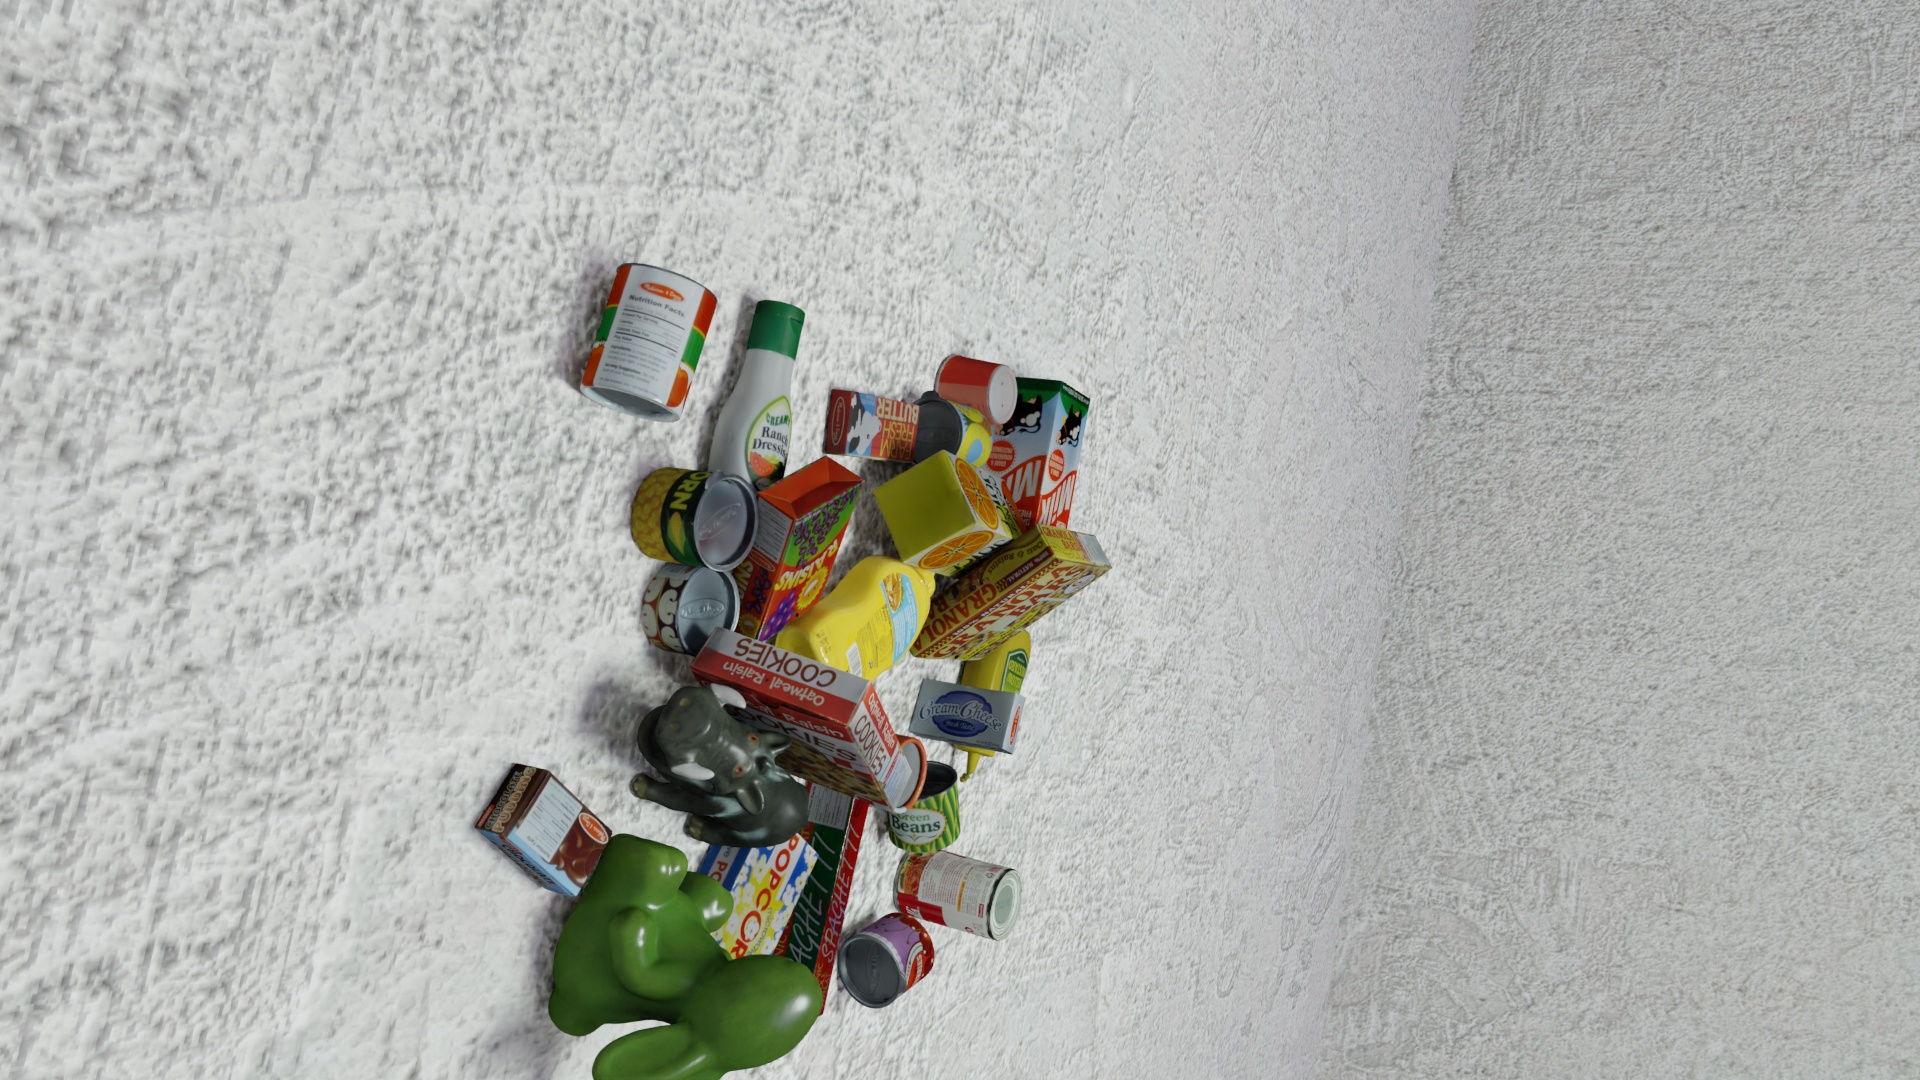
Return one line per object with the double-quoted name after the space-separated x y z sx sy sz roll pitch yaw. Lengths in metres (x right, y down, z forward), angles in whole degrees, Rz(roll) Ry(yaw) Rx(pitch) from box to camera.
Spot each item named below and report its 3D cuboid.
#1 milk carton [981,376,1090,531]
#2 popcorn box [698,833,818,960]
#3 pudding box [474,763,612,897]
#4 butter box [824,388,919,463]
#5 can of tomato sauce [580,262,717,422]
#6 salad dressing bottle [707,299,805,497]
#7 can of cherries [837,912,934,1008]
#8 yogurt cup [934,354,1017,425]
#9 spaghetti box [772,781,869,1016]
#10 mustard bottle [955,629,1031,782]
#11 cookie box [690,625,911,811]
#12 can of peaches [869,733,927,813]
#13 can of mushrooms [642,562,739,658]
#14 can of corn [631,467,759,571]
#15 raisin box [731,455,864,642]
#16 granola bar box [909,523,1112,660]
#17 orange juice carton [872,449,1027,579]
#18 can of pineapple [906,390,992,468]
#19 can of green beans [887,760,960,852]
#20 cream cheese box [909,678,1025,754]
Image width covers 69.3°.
0.065 -0.058 1.346 0.072 0.073 0.190 20 80 -60 "milk carton"
-0.165 0.272 1.055 0.127 0.038 0.085 -65 146 -28 "popcorn box"
-0.262 0.184 0.877 0.050 0.030 0.083 -64 145 -31 "pudding box"
-0.072 -0.093 1.151 0.103 0.024 0.053 2 95 -60 "butter box"
-0.198 -0.124 0.886 0.071 0.071 0.083 33 69 -58 "can of tomato sauce"
-0.145 -0.099 1.005 0.064 0.044 0.147 21 77 -60 "salad dressing bottle"
-0.063 0.369 1.220 0.058 0.071 0.071 -13 108 -59 "can of cherries"
0.016 -0.134 1.265 0.072 0.054 0.072 -18 112 -57 "yogurt cup"
-0.112 0.260 1.133 0.028 0.050 0.250 26 74 -58 "spaghetti box"
0.027 0.158 1.351 0.065 0.049 0.160 33 67 -56 "mustard bottle"
-0.111 0.132 0.997 0.166 0.123 0.040 75 36 -58 "cookie box"
-0.068 0.193 1.186 0.071 0.058 0.071 -21 114 -57 "can of peaches"
-0.188 0.050 0.972 0.071 0.033 0.071 -20 114 -58 "can of mushrooms"
-0.181 -0.017 0.944 0.071 0.058 0.071 -20 114 -57 "can of corn"
-0.124 0.008 1.018 0.086 0.040 0.122 -36 155 -53 "raisin box"
0.042 0.051 1.253 0.124 0.165 0.039 10 47 -60 "granola bar box"
0.004 -0.015 1.216 0.072 0.073 0.192 66 16 16 "orange juice carton"
-0.013 -0.091 1.212 0.058 0.071 0.071 7 90 -61 "can of pineapple"
-0.034 0.239 1.247 0.071 0.071 0.057 -31 123 -54 "can of green beans"
0.007 0.159 1.262 0.024 0.104 0.053 36 64 -52 "cream cheese box"
